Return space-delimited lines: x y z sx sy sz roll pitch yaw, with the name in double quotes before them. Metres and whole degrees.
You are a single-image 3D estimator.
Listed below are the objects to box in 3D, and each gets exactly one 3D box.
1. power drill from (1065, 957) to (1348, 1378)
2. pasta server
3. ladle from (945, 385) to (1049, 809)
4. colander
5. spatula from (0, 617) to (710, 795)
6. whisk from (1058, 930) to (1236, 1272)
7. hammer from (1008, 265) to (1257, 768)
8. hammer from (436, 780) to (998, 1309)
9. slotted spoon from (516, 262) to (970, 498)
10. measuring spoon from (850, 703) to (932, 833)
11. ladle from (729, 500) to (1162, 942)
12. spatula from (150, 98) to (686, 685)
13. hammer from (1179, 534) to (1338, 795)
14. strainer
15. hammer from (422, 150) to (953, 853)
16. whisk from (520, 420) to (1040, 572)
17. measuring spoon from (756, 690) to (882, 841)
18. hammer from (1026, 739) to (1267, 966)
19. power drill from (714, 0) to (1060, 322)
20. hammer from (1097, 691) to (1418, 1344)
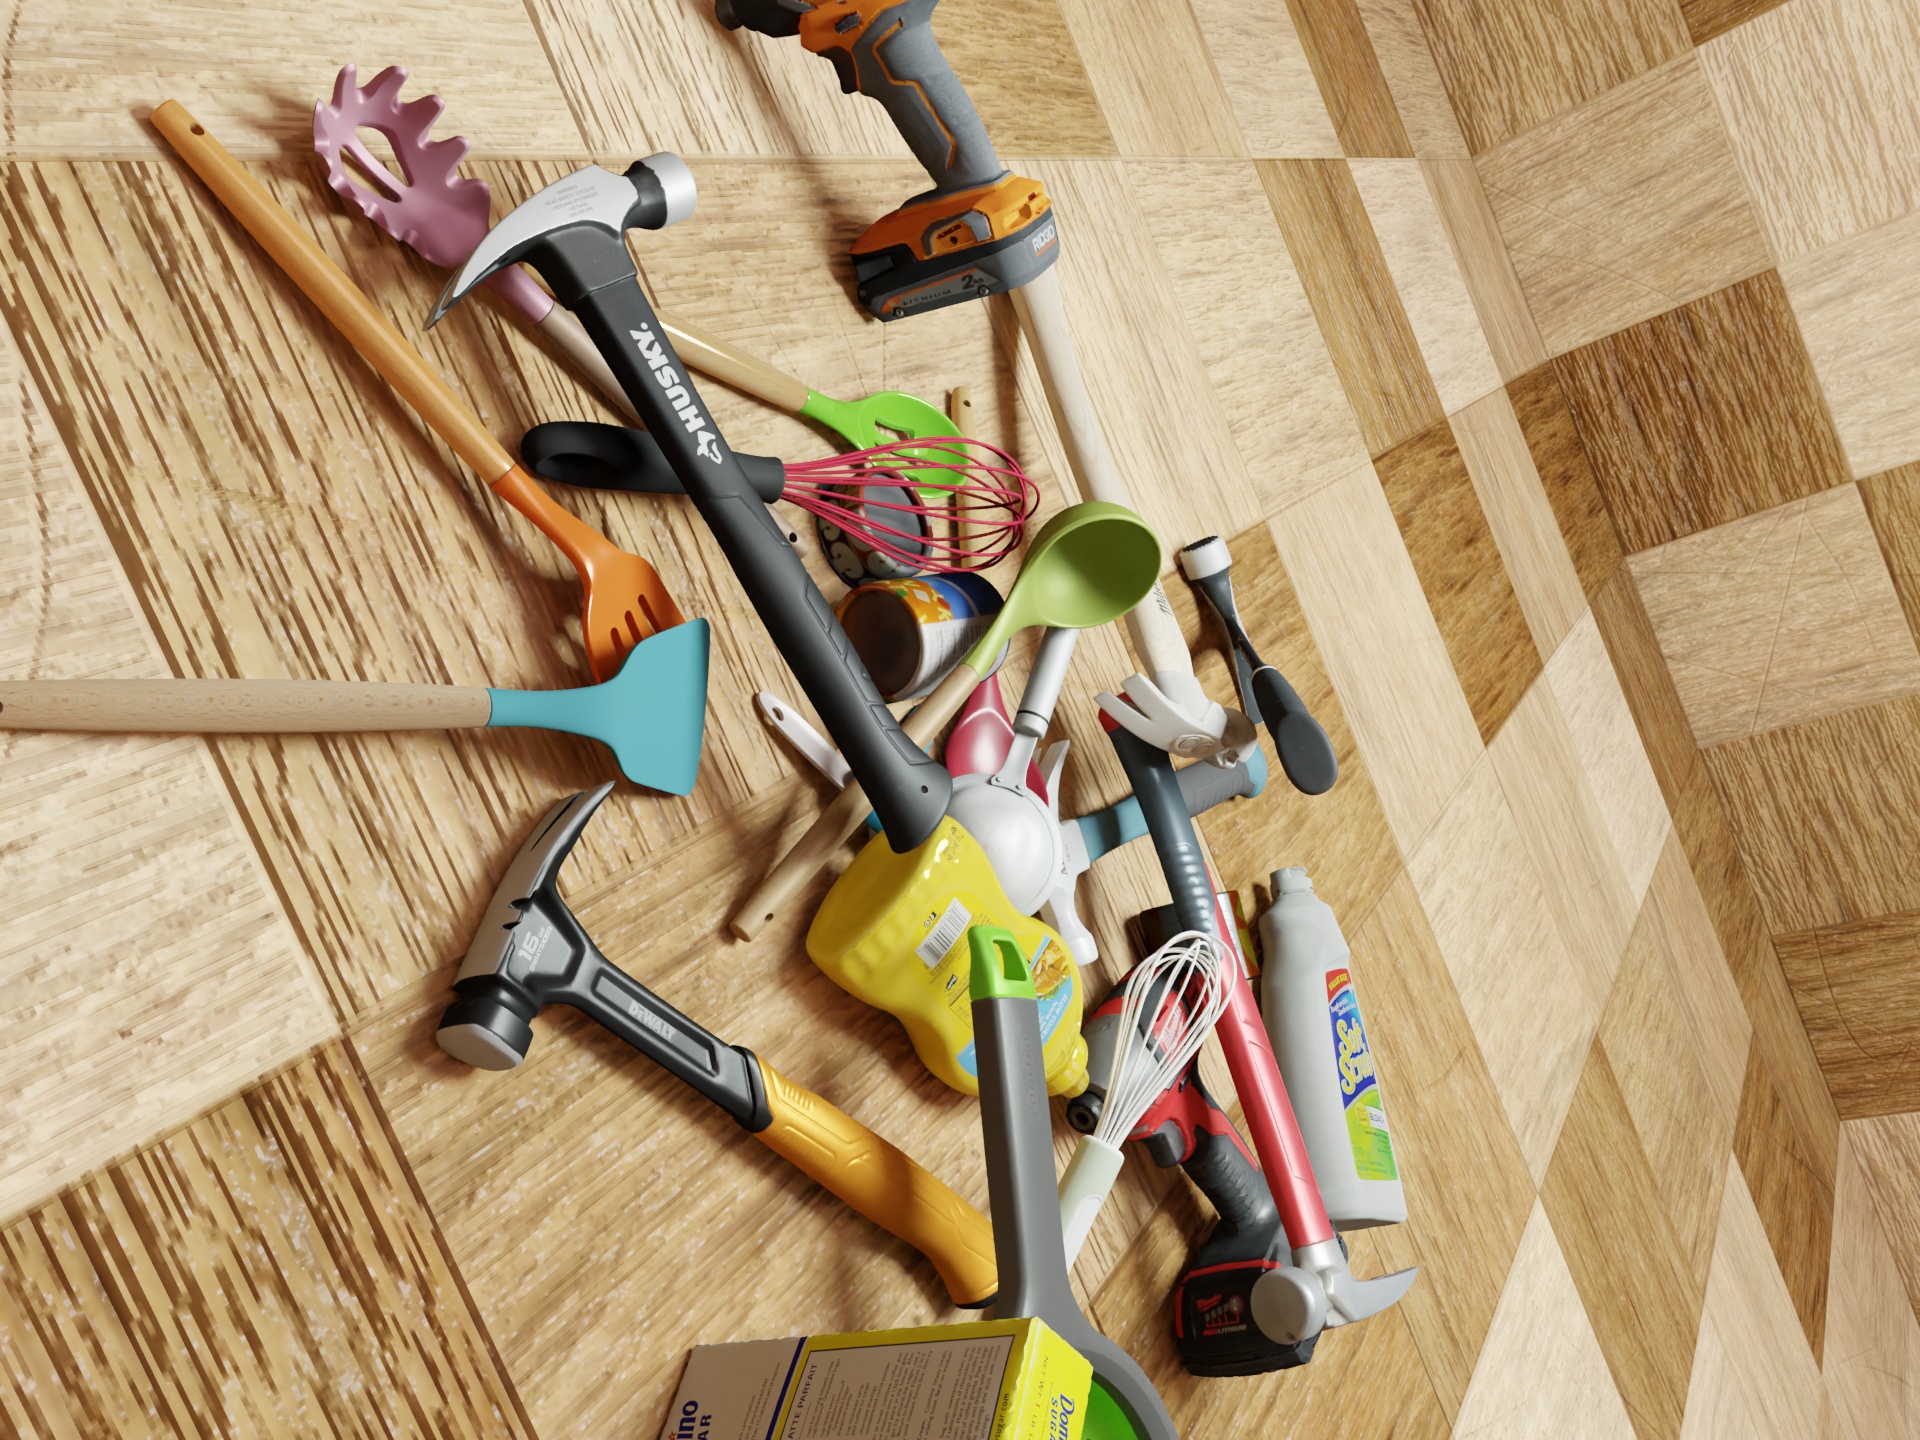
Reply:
"power drill" 0.135 0.262 0.930 0.219 0.078 0.143 62 34 -6
"pasta server" -0.173 -0.174 0.750 0.315 0.040 0.060 43 69 -37
"ladle" 0.011 -0.071 0.963 0.069 0.031 0.316 12 60 -32
"colander" 0.008 0.295 0.714 0.204 0.094 0.397 16 62 -50
"spatula" -0.213 -0.005 0.611 0.317 0.044 0.082 1 98 -46
"whisk" 0.079 0.218 0.835 0.057 0.059 0.246 48 63 -41
"hammer" 0.082 -0.164 1.028 0.146 0.038 0.411 22 45 -51
"hammer" -0.079 0.170 0.714 0.336 0.034 0.127 46 42 -32
"slotted spoon" -0.106 -0.185 0.859 0.313 0.031 0.070 17 60 -48
"measuring spoon" -0.025 0.018 0.856 0.042 0.021 0.129 51 29 -14
"ladle" -0.001 -0.003 0.807 0.320 0.062 0.078 -49 146 -29
"spatula" -0.218 -0.119 0.677 0.322 0.041 0.081 50 41 -21
"hammer" 0.202 -0.024 1.058 0.409 0.036 0.149 -77 145 -75
"strainer" 0.035 0.009 0.878 0.087 0.050 0.259 20 68 -1
"hammer" -0.103 -0.086 0.717 0.146 0.035 0.334 -37 101 -39
"whisk" -0.078 -0.117 0.798 0.295 0.073 0.073 2 71 -37
"measuring spoon" -0.066 0.032 0.822 0.124 0.018 0.034 47 29 -20
"hammer" 0.129 0.060 1.057 0.331 0.033 0.128 -16 88 -56
"power drill" -0.045 -0.359 0.938 0.084 0.164 0.226 -54 130 -51
"hammer" 0.165 0.157 0.944 0.143 0.038 0.387 11 56 -50
